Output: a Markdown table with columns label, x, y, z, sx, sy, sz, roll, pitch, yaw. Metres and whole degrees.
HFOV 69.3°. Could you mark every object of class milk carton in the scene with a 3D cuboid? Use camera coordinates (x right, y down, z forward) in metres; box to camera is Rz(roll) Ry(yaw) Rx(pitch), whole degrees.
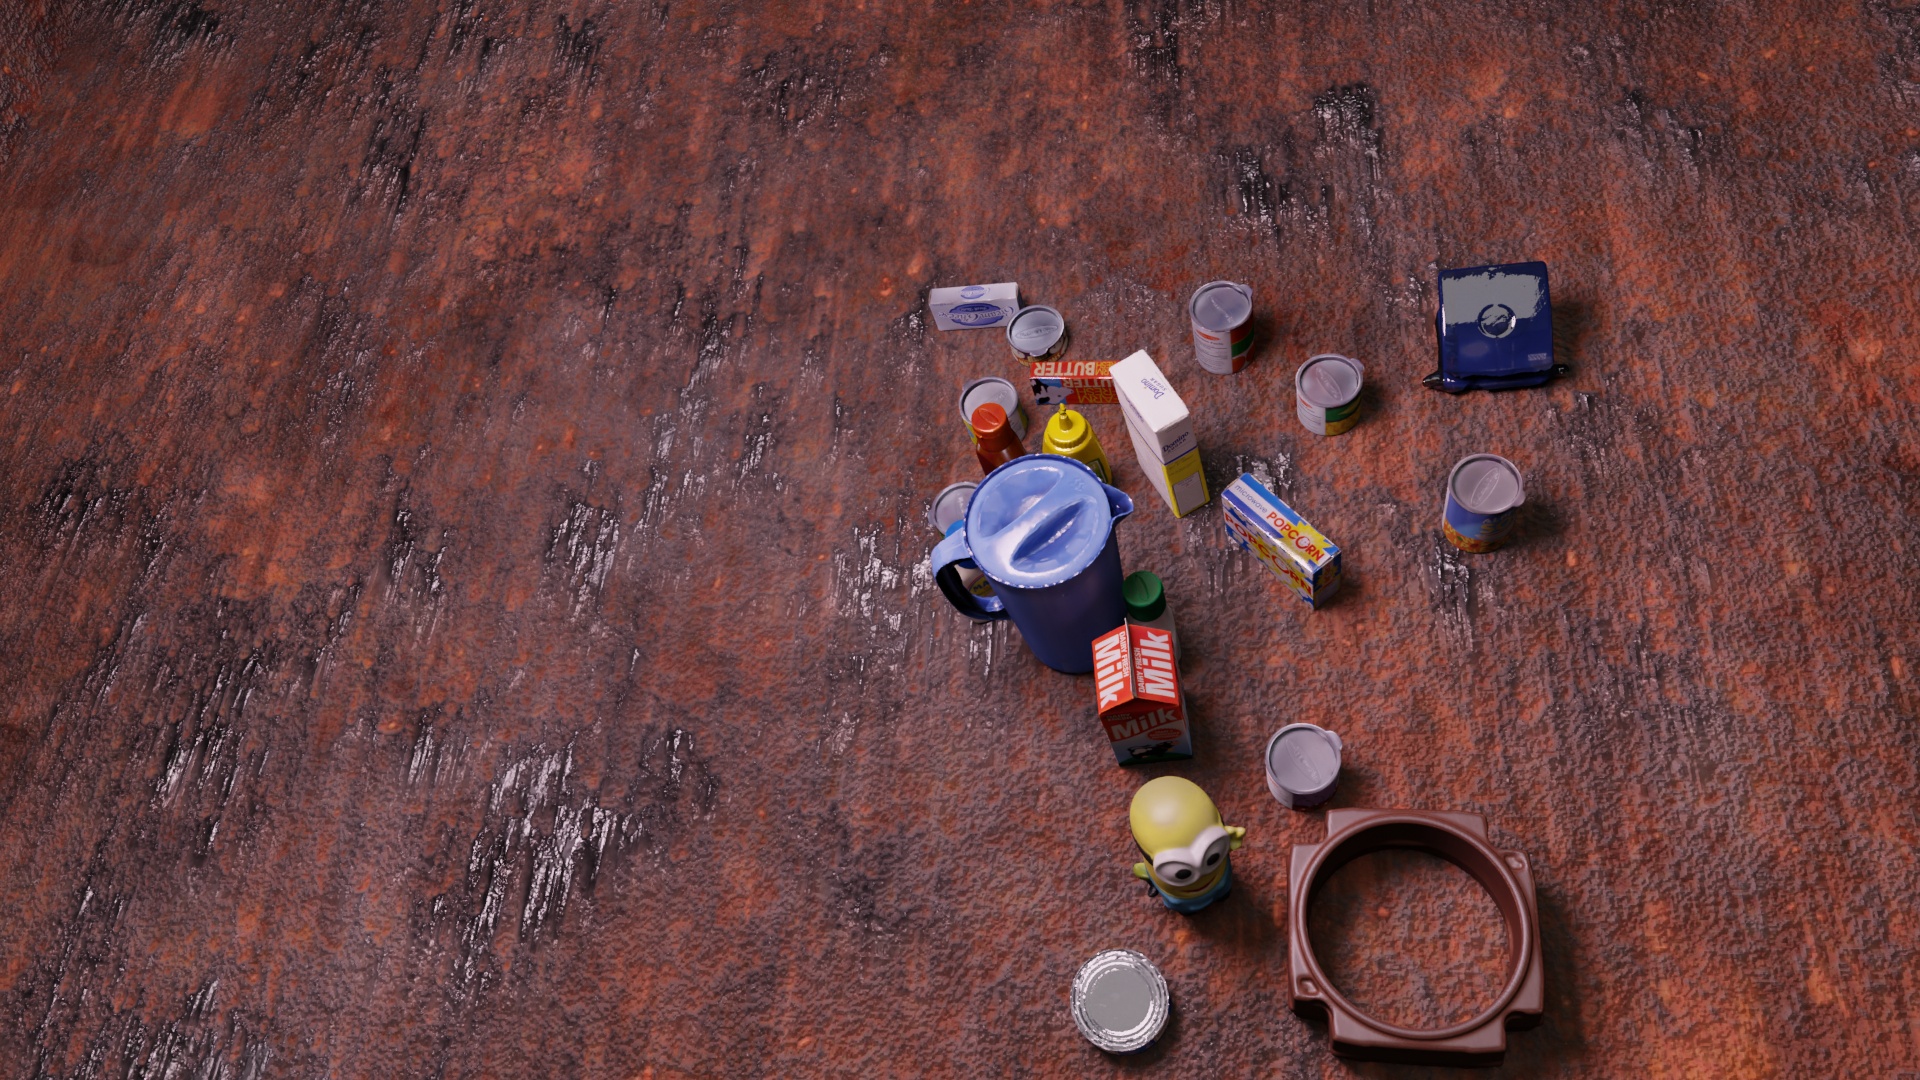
| label | x | y | z | sx | sy | sz | roll | pitch | yaw |
| --- | --- | --- | --- | --- | --- | --- | --- | --- | --- |
| milk carton | 0.164 | 0.139 | 1.259 | 0.073 | 0.189 | 0.072 | -8 | 61 | 10 |

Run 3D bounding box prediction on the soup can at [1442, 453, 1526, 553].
| label | x | y | z | sx | sy | sz | roll | pitch | yaw |
| --- | --- | --- | --- | --- | --- | --- | --- | --- | --- |
| soup can | 0.501 | -0.033 | 1.330 | 0.071 | 0.083 | 0.071 | -6 | 61 | 11 |

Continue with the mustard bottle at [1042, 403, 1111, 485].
| label | x | y | z | sx | sy | sz | roll | pitch | yaw |
| --- | --- | --- | --- | --- | --- | --- | --- | --- | --- |
| mustard bottle | 0.114 | -0.090 | 1.415 | 0.065 | 0.159 | 0.049 | -28 | 59 | -1 |

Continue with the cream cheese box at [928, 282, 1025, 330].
| label | x | y | z | sx | sy | sz | roll | pitch | yaw |
| --- | --- | --- | --- | --- | --- | --- | --- | --- | --- |
| cream cheese box | 0.020 | -0.269 | 1.600 | 0.104 | 0.053 | 0.024 | -2 | 62 | 13 |

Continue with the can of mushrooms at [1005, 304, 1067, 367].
| label | x | y | z | sx | sy | sz | roll | pitch | yaw |
| --- | --- | --- | --- | --- | --- | --- | --- | --- | --- |
| can of mushrooms | 0.087 | -0.229 | 1.573 | 0.071 | 0.033 | 0.071 | -6 | 61 | 11 |

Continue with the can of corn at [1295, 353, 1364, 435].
| label | x | y | z | sx | sy | sz | roll | pitch | yaw |
| --- | --- | --- | --- | --- | --- | --- | --- | --- | --- |
| can of corn | 0.384 | -0.152 | 1.440 | 0.071 | 0.058 | 0.071 | -6 | 61 | 11 |

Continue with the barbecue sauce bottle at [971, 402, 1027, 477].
| label | x | y | z | sx | sy | sz | roll | pitch | yaw |
| --- | --- | --- | --- | --- | --- | --- | --- | --- | --- |
| barbecue sauce bottle | 0.043 | -0.088 | 1.439 | 0.044 | 0.148 | 0.065 | -45 | 61 | -11 |

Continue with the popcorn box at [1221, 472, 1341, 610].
| label | x | y | z | sx | sy | sz | roll | pitch | yaw |
| --- | --- | --- | --- | --- | --- | --- | --- | --- | --- |
| popcorn box | 0.313 | 0.000 | 1.359 | 0.038 | 0.085 | 0.127 | -40 | 60 | -8 |

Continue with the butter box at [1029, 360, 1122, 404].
| label | x | y | z | sx | sy | sz | roll | pitch | yaw |
| --- | --- | --- | --- | --- | --- | --- | --- | --- | --- |
| butter box | 0.130 | -0.172 | 1.519 | 0.103 | 0.053 | 0.024 | 1 | 63 | 15 |

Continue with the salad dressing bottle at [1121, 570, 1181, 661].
| label | x | y | z | sx | sy | sz | roll | pitch | yaw |
| --- | --- | --- | --- | --- | --- | --- | --- | --- | --- |
| salad dressing bottle | 0.180 | 0.076 | 1.315 | 0.044 | 0.147 | 0.064 | -21 | 59 | 3 |

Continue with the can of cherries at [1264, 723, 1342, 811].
| label | x | y | z | sx | sy | sz | roll | pitch | yaw |
| --- | --- | --- | --- | --- | --- | --- | --- | --- | --- |
| can of cherries | 0.314 | 0.206 | 1.261 | 0.071 | 0.058 | 0.072 | -6 | 61 | 11 |

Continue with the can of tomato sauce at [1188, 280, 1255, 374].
| label | x | y | z | sx | sy | sz | roll | pitch | yaw |
| --- | --- | --- | --- | --- | --- | --- | --- | --- | --- |
| can of tomato sauce | 0.284 | -0.229 | 1.494 | 0.071 | 0.082 | 0.071 | -6 | 61 | 11 |

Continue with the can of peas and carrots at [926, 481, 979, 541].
| label | x | y | z | sx | sy | sz | roll | pitch | yaw |
| --- | --- | --- | --- | --- | --- | --- | --- | --- | --- |
| can of peas and carrots | 0.005 | -0.018 | 1.463 | 0.071 | 0.058 | 0.071 | -6 | 61 | 11 |

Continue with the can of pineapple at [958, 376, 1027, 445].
| label | x | y | z | sx | sy | sz | roll | pitch | yaw |
| --- | --- | --- | --- | --- | --- | --- | --- | --- | --- |
| can of pineapple | 0.036 | -0.139 | 1.522 | 0.071 | 0.057 | 0.071 | -6 | 61 | 11 |

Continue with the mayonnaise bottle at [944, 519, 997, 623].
| label | x | y | z | sx | sy | sz | roll | pitch | yaw |
| --- | --- | --- | --- | --- | --- | --- | --- | --- | --- |
| mayonnaise bottle | 0.018 | 0.029 | 1.381 | 0.065 | 0.147 | 0.041 | -30 | 59 | -3 |
